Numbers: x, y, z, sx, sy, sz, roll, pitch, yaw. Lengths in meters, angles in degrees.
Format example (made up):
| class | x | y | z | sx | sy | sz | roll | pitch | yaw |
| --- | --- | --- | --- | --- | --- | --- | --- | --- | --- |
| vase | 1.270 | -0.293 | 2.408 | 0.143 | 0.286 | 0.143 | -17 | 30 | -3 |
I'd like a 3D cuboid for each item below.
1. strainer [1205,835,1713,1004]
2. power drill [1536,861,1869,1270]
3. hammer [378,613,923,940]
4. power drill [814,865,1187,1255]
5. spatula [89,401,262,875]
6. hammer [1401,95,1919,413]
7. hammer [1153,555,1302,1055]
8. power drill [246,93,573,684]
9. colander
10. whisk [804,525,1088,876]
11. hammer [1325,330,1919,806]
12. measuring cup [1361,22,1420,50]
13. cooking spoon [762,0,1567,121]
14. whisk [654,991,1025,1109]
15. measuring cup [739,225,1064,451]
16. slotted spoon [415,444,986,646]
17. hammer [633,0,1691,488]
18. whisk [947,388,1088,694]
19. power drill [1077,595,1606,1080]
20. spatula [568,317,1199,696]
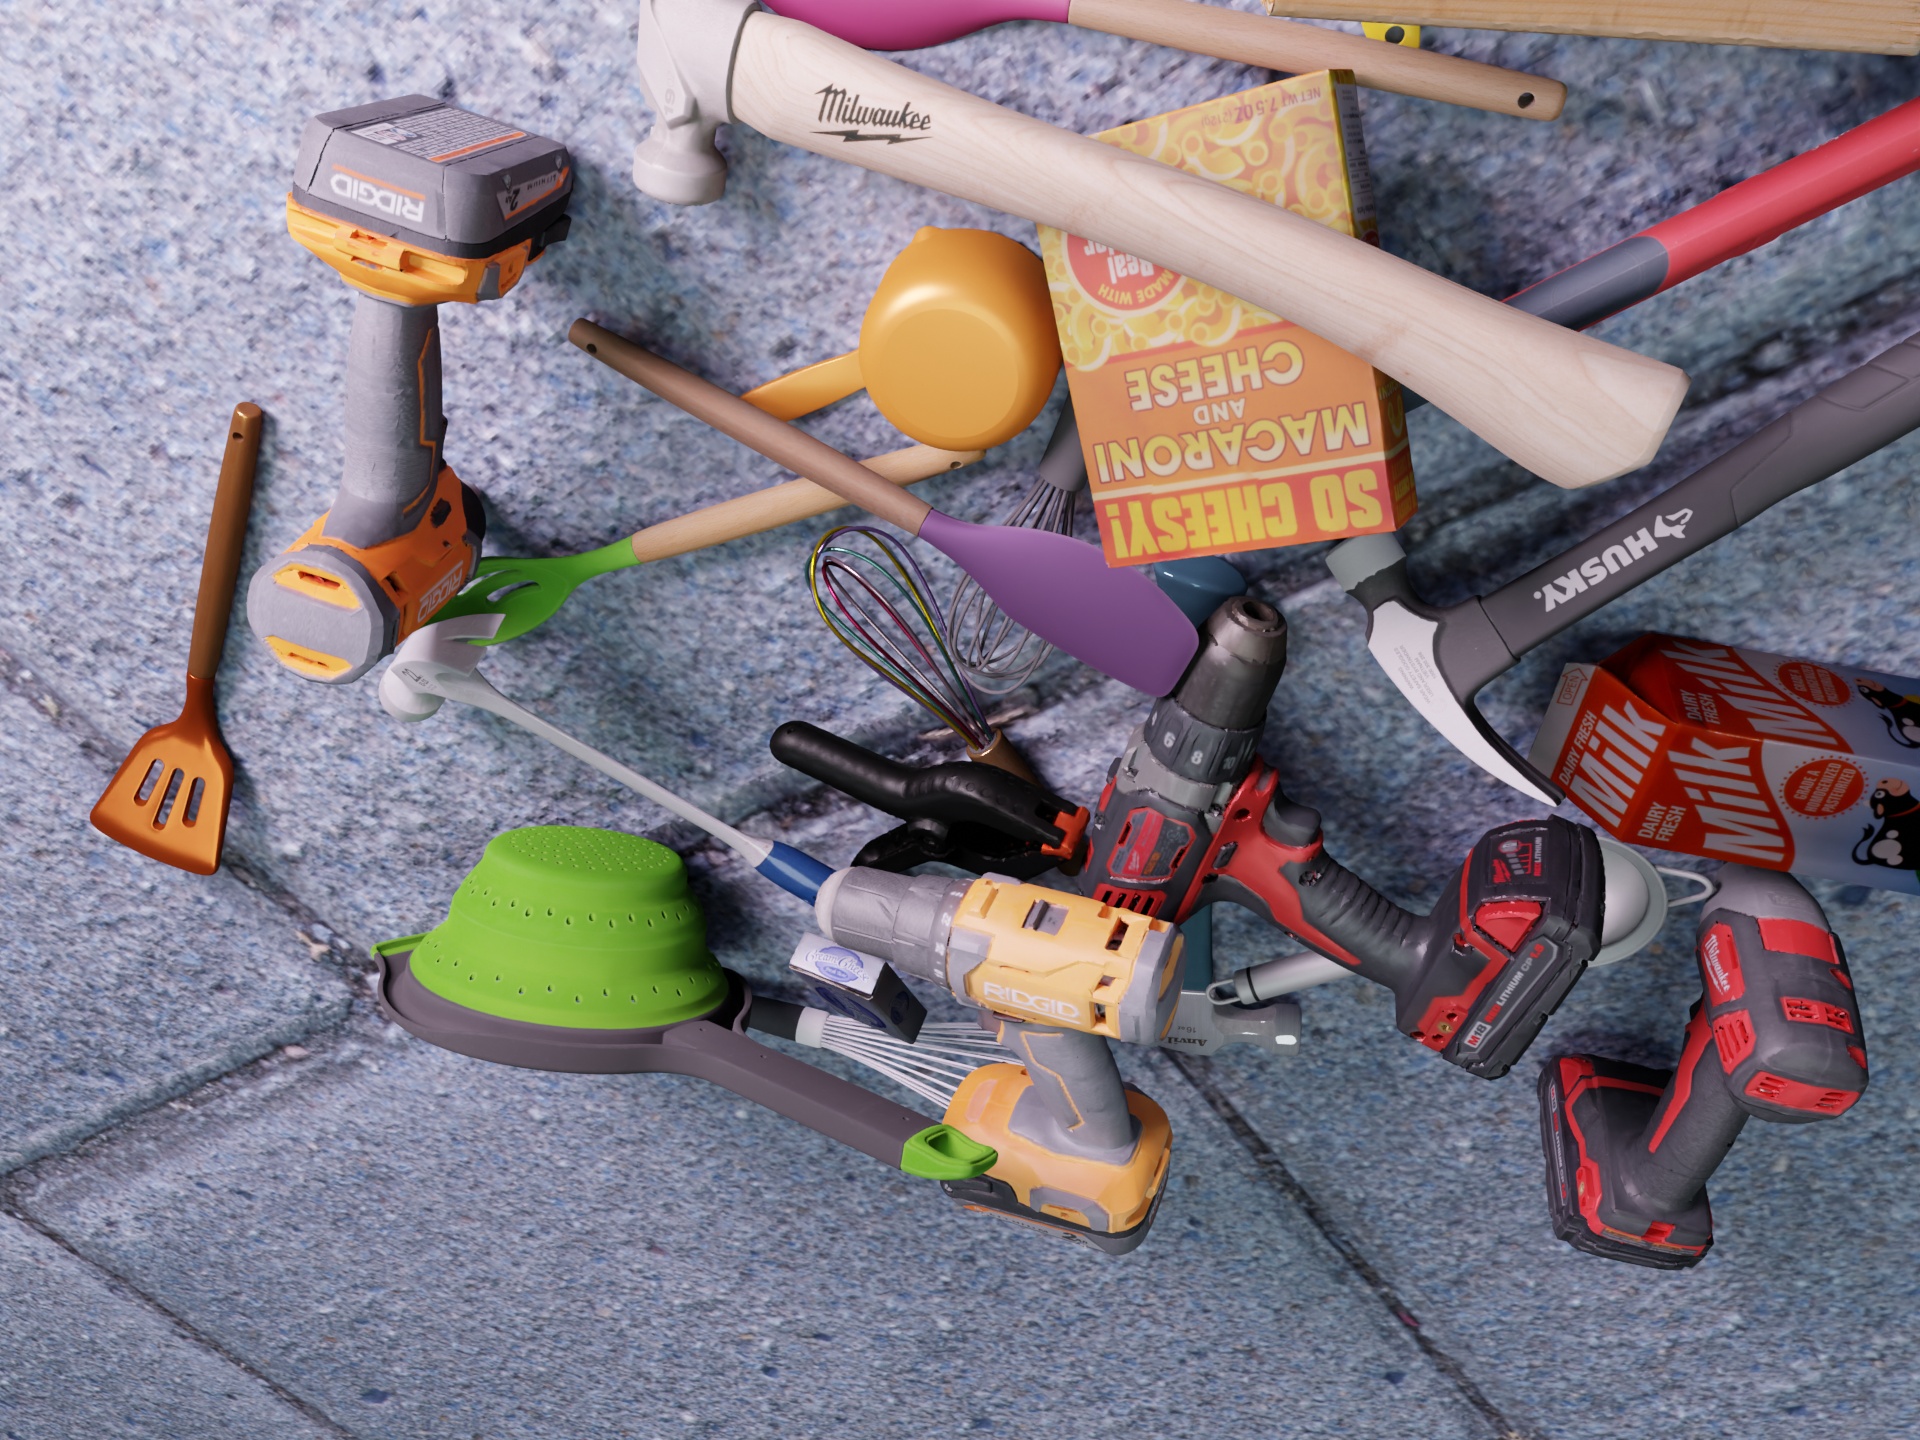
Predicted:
| class | x | y | z | sx | sy | sz | roll | pitch | yaw |
| --- | --- | --- | --- | --- | --- | --- | --- | --- | --- |
| strainer | 0.249 | 0.108 | 0.825 | 0.258 | 0.050 | 0.086 | -19 | 116 | 18 |
| power drill | 0.373 | 0.172 | 0.808 | 0.078 | 0.143 | 0.219 | 11 | 136 | 2 |
| hammer | -0.113 | 0.066 | 0.848 | 0.405 | 0.035 | 0.144 | 32 | 156 | -18 |
| power drill | 0.023 | 0.168 | 0.823 | 0.185 | 0.084 | 0.226 | 11 | 134 | 20 |
| spatula | -0.419 | -0.039 | 0.876 | 0.081 | 0.041 | 0.322 | 26 | 128 | -7 |
| hammer | 0.247 | -0.166 | 0.580 | 0.386 | 0.143 | 0.038 | -24 | 91 | 33 |
| hammer | 0.122 | 0.056 | 0.834 | 0.128 | 0.033 | 0.330 | 2 | 128 | 10 |
| power drill | -0.235 | -0.145 | 0.694 | 0.084 | 0.164 | 0.226 | 19 | 117 | -2 |
| colander | -0.146 | 0.133 | 0.846 | 0.397 | 0.204 | 0.094 | 15 | 100 | 32 |
| whisk | -0.003 | -0.001 | 0.812 | 0.051 | 0.047 | 0.244 | -22 | 123 | 25 |
| hammer | 0.325 | -0.095 | 0.641 | 0.334 | 0.035 | 0.146 | -34 | 80 | 26 |
| measuring cup | 0.136 | -0.298 | 0.554 | 0.062 | 0.029 | 0.156 | -14 | 123 | 22 |
| cooking spoon | 0.067 | -0.265 | 0.598 | 0.319 | 0.017 | 0.068 | 14 | 129 | 6 |
| whisk | -0.060 | 0.197 | 0.973 | 0.284 | 0.070 | 0.070 | 12 | 129 | 9 |
| measuring cup | -0.037 | -0.148 | 0.696 | 0.173 | 0.052 | 0.095 | -16 | 122 | 22 |
| slotted spoon | -0.133 | -0.090 | 0.778 | 0.314 | 0.031 | 0.070 | -14 | 156 | 19 |
| hammer | 0.058 | -0.195 | 0.569 | 0.411 | 0.038 | 0.146 | 27 | 129 | 15 |
| whisk | 0.047 | -0.109 | 0.714 | 0.055 | 0.055 | 0.238 | 20 | 125 | -4 |
| power drill | 0.180 | 0.053 | 0.742 | 0.227 | 0.080 | 0.187 | 23 | 128 | 6 |
| spatula | -0.037 | -0.102 | 0.709 | 0.316 | 0.018 | 0.059 | 29 | 132 | 5 |
